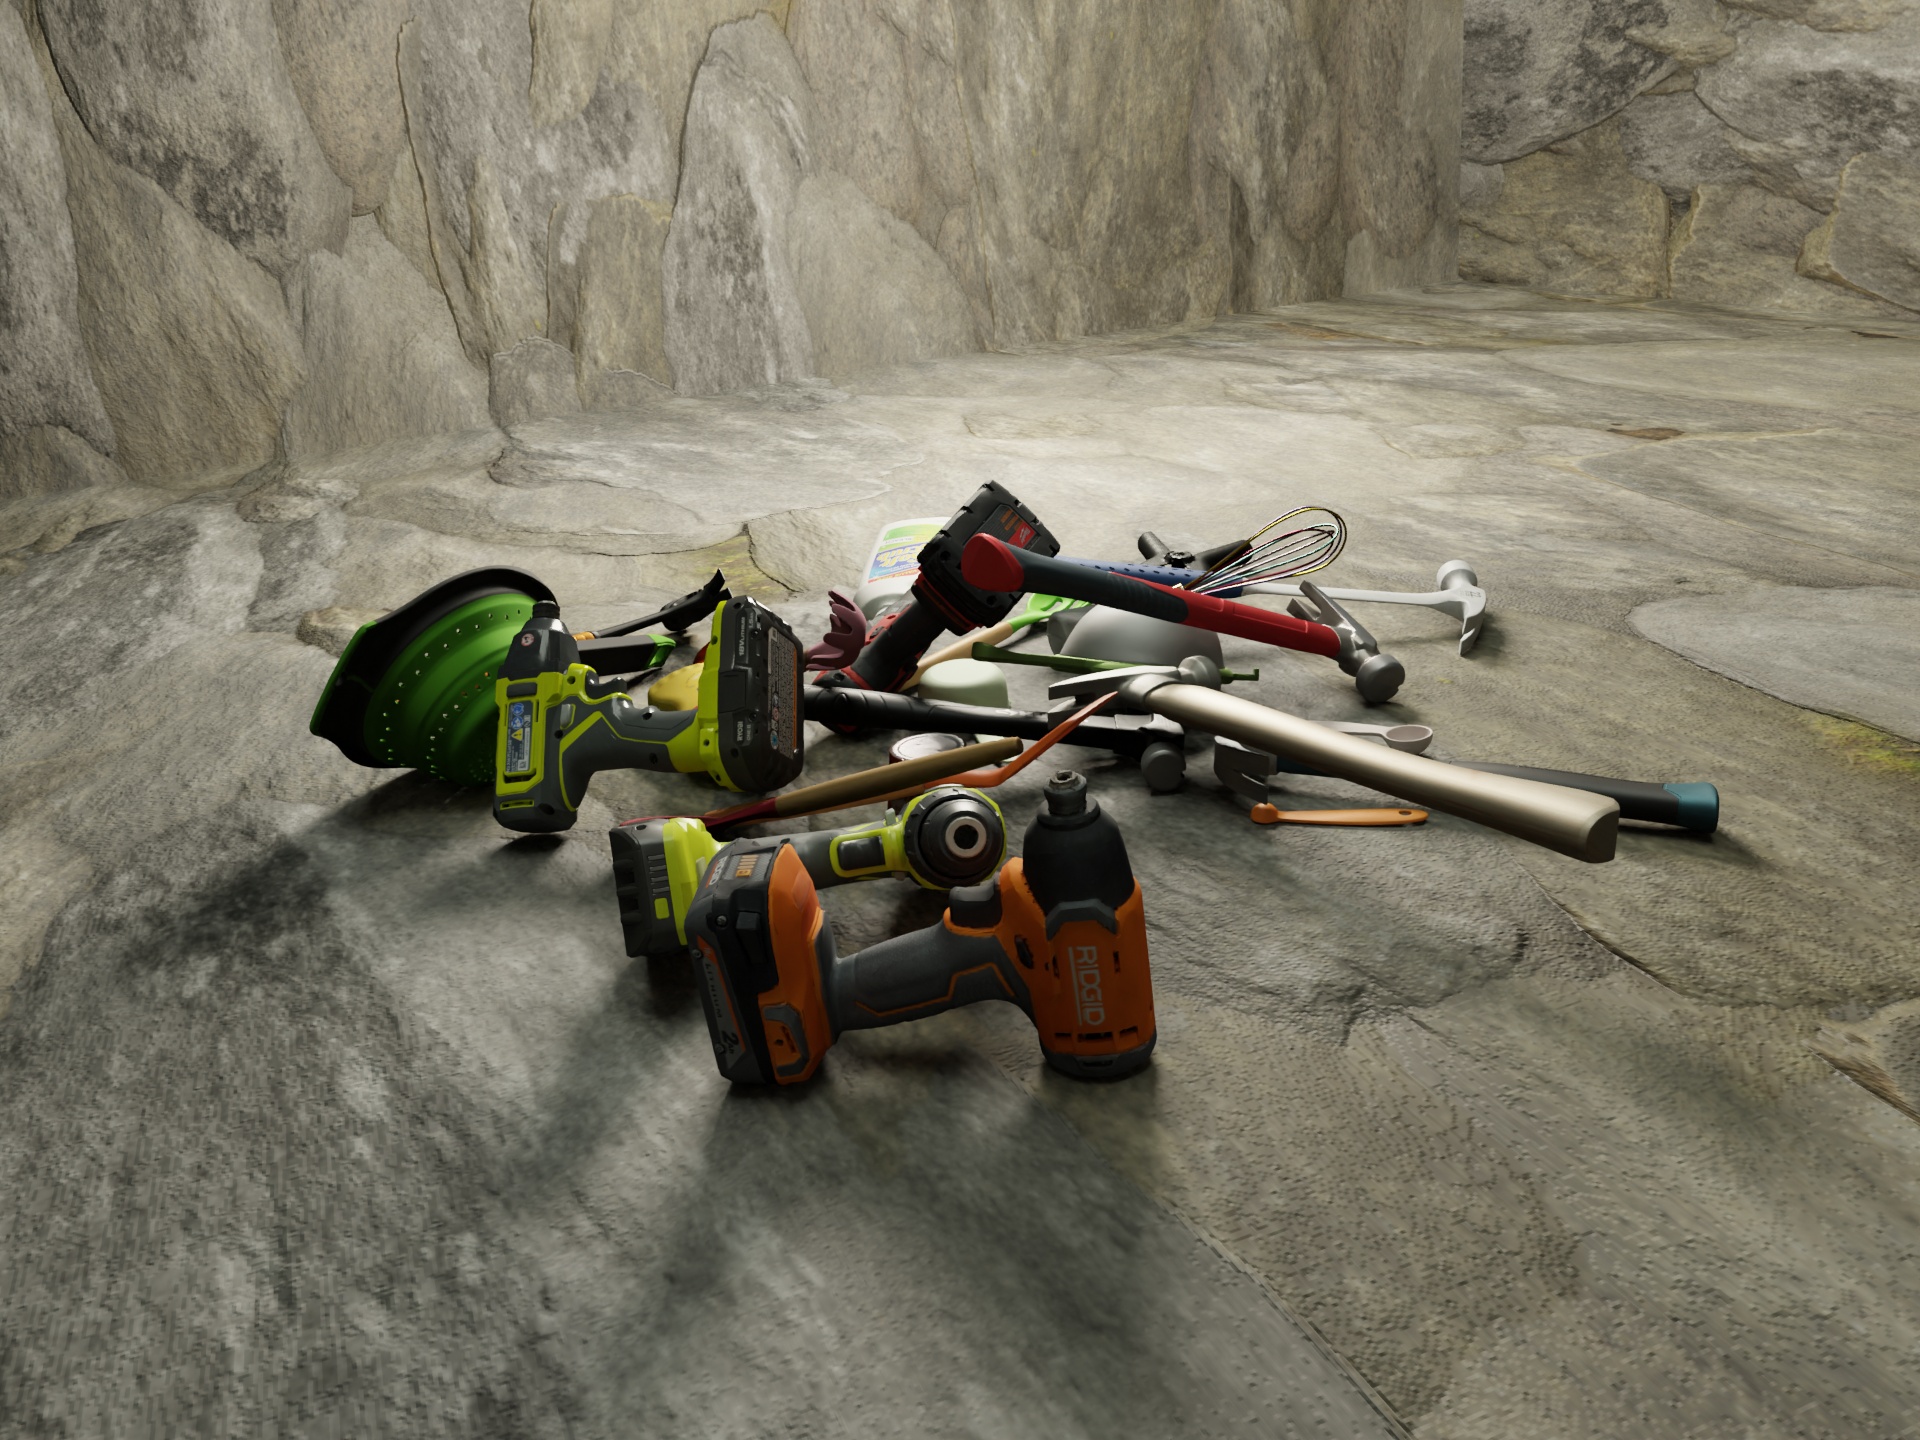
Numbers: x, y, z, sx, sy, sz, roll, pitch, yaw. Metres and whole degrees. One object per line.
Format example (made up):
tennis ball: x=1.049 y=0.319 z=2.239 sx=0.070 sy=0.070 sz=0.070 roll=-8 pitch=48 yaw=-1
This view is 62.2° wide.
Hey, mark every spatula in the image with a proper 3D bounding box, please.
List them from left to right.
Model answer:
spatula: x=-0.045 y=0.035 z=1.073 sx=0.322 sy=0.041 sz=0.081 roll=-12 pitch=8 yaw=27

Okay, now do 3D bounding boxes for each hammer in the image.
hammer: x=-0.372 y=-0.064 z=1.483 sx=0.337 sy=0.034 sz=0.127 roll=-25 pitch=3 yaw=-34
hammer: x=-0.002 y=-0.004 z=1.196 sx=0.335 sy=0.035 sz=0.146 roll=6 pitch=20 yaw=0
hammer: x=0.163 y=-0.094 z=1.209 sx=0.386 sy=0.038 sz=0.143 roll=10 pitch=30 yaw=-32
hammer: x=0.261 y=-0.117 z=1.416 sx=0.405 sy=0.035 sz=0.144 roll=5 pitch=27 yaw=5
hammer: x=0.223 y=0.020 z=1.004 sx=0.146 sy=0.038 sz=0.411 roll=-10 pitch=18 yaw=-31
hammer: x=0.330 y=0.038 z=1.073 sx=0.331 sy=0.033 sz=0.128 roll=7 pitch=17 yaw=26

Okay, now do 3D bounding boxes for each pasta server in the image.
pasta server: x=-0.131 y=-0.052 z=1.282 sx=0.040 sy=0.060 sz=0.316 roll=18 pitch=-11 yaw=-18

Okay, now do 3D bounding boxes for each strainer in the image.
strainer: x=0.110 y=-0.070 z=1.261 sx=0.256 sy=0.069 sz=0.151 roll=3 pitch=4 yaw=-41

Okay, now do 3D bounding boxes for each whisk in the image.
whisk: x=0.214 y=-0.113 z=1.357 sx=0.245 sy=0.047 sz=0.051 roll=-24 pitch=39 yaw=12

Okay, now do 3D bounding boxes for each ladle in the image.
ladle: x=-0.097 y=0.051 z=1.053 sx=0.315 sy=0.031 sz=0.069 roll=-15 pitch=0 yaw=28

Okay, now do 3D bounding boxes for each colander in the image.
colander: x=-0.342 y=-0.023 z=1.325 sx=0.094 sy=0.204 sz=0.397 roll=41 pitch=22 yaw=17

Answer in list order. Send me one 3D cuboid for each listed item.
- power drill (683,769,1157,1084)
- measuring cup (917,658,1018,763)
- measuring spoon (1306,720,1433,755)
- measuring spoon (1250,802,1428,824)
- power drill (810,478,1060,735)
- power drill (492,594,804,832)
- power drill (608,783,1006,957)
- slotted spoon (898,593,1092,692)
power drill: x=-0.019 y=0.106 z=0.814 sx=0.226 sy=0.164 sz=0.084 roll=-5 pitch=25 yaw=8
measuring cup: x=0.014 y=-0.010 z=1.276 sx=0.083 sy=0.038 sz=0.168 roll=-11 pitch=22 yaw=-13
measuring spoon: x=0.295 y=0.013 z=1.190 sx=0.124 sy=0.018 sz=0.034 roll=6 pitch=23 yaw=44
measuring spoon: x=0.254 y=0.061 z=1.069 sx=0.117 sy=0.011 sz=0.021 roll=-1 pitch=21 yaw=15
power drill: x=-0.019 y=-0.096 z=1.289 sx=0.226 sy=0.080 sz=0.188 roll=-41 pitch=8 yaw=45
power drill: x=-0.230 y=-0.015 z=1.147 sx=0.223 sy=0.171 sz=0.080 roll=-7 pitch=-17 yaw=17
power drill: x=-0.084 y=0.083 z=0.940 sx=0.228 sy=0.080 sz=0.190 roll=-9 pitch=-4 yaw=-5
slotted spoon: x=0.025 y=-0.076 z=1.467 sx=0.070 sy=0.031 sz=0.314 roll=13 pitch=29 yaw=40
